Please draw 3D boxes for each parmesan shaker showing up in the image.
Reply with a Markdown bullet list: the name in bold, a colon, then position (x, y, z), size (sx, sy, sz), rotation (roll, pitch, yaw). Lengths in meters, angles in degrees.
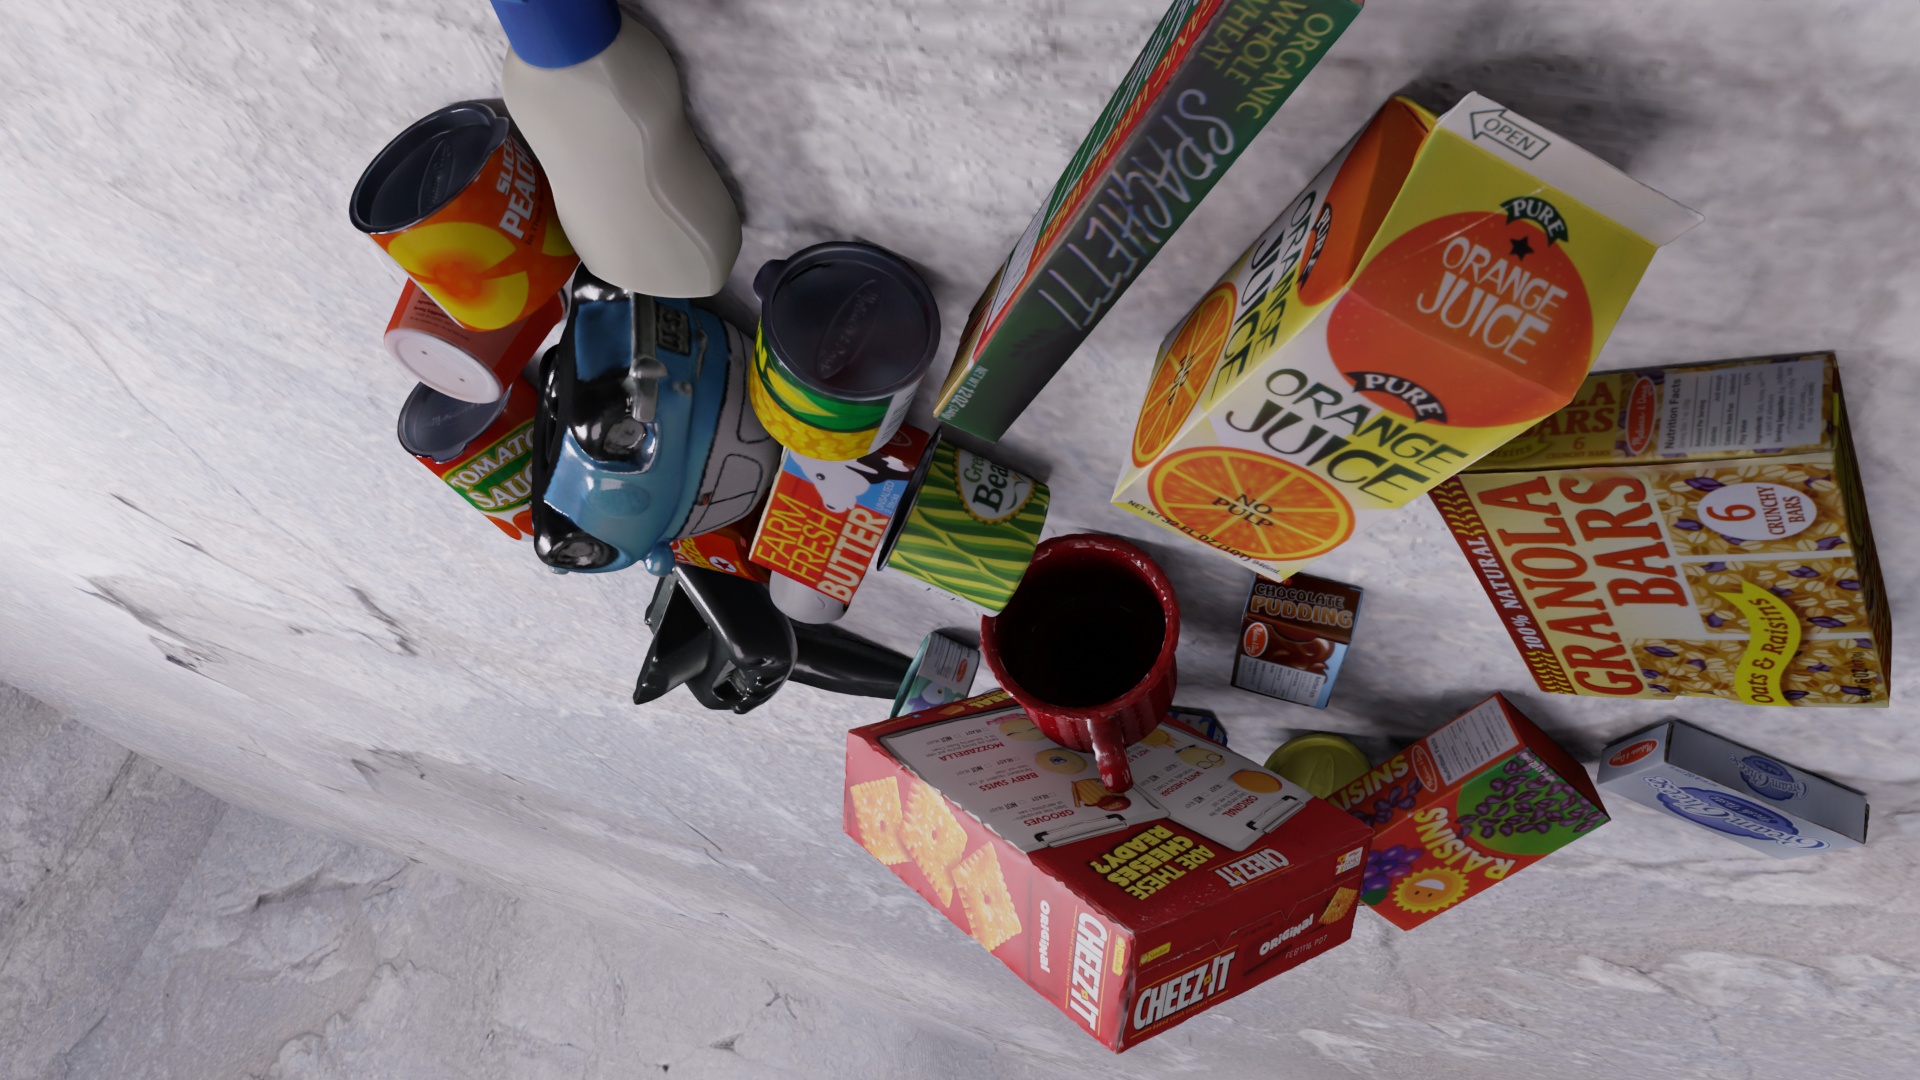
- **parmesan shaker**: position (0.220, 0.163, 0.797), size (0.071, 0.071, 0.102), rotation (2, 149, 33)

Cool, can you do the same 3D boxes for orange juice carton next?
- **orange juice carton**: position (0.123, -0.061, 0.420), size (0.072, 0.073, 0.192), rotation (25, 154, -9)

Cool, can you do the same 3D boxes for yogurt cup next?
- **yogurt cup**: position (-0.218, -0.098, 0.617), size (0.072, 0.054, 0.072), rotation (15, 154, 8)

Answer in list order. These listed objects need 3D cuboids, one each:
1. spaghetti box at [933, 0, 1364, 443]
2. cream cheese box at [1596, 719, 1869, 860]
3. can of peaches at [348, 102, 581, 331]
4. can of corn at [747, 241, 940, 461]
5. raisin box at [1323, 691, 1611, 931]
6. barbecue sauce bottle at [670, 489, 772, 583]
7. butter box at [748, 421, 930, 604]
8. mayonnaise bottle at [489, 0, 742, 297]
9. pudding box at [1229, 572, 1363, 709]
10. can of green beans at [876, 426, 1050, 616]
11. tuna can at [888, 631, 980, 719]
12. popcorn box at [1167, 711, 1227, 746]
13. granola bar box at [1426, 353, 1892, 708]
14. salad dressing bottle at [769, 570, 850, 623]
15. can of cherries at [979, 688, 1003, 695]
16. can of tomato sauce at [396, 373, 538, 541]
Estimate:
- **spaghetti box**: position (0.046, -0.103, 0.421), size (0.029, 0.050, 0.249), rotation (23, 154, -10)
- **cream cheese box**: position (0.364, 0.119, 0.657), size (0.104, 0.024, 0.053), rotation (22, 156, -3)
- **can of peaches**: position (-0.184, -0.123, 0.530), size (0.071, 0.071, 0.058), rotation (4, 150, 29)
- **can of corn**: position (-0.048, -0.072, 0.531), size (0.071, 0.071, 0.058), rotation (23, 155, -5)
- **raisin box**: position (0.246, 0.139, 0.700), size (0.086, 0.040, 0.123), rotation (35, 118, -30)
- **barbecue sauce bottle**: position (-0.166, -0.014, 0.756), size (0.148, 0.044, 0.064), rotation (11, 154, 19)
- **butter box**: position (-0.054, -0.018, 0.599), size (0.053, 0.024, 0.103), rotation (24, 138, -4)
- **mayonnaise bottle**: position (-0.120, -0.144, 0.472), size (0.065, 0.041, 0.147), rotation (12, 152, 13)
- **pudding box**: position (0.158, 0.048, 0.659), size (0.050, 0.030, 0.083), rotation (15, 154, 14)
- **can of green beans**: position (0.001, -0.006, 0.625), size (0.058, 0.071, 0.071), rotation (23, 154, -7)
- **tuna can**: position (-0.017, 0.091, 0.827), size (0.033, 0.071, 0.070), rotation (24, 154, -5)
- **popcorn box**: position (0.100, 0.162, 0.813), size (0.085, 0.127, 0.038), rotation (4, 154, 30)
- **granola bar box**: position (0.251, 0.005, 0.496), size (0.124, 0.039, 0.165), rotation (-2, 147, 39)
- **salad dressing bottle**: position (-0.061, -0.011, 0.671), size (0.044, 0.064, 0.147), rotation (12, 148, -9)
- **can of cherries**: position (0.033, 0.138, 0.879), size (0.058, 0.072, 0.071), rotation (35, 151, -28)
- **can of tomato sauce**: position (-0.233, -0.046, 0.712), size (0.071, 0.071, 0.082), rotation (6, 152, 27)
